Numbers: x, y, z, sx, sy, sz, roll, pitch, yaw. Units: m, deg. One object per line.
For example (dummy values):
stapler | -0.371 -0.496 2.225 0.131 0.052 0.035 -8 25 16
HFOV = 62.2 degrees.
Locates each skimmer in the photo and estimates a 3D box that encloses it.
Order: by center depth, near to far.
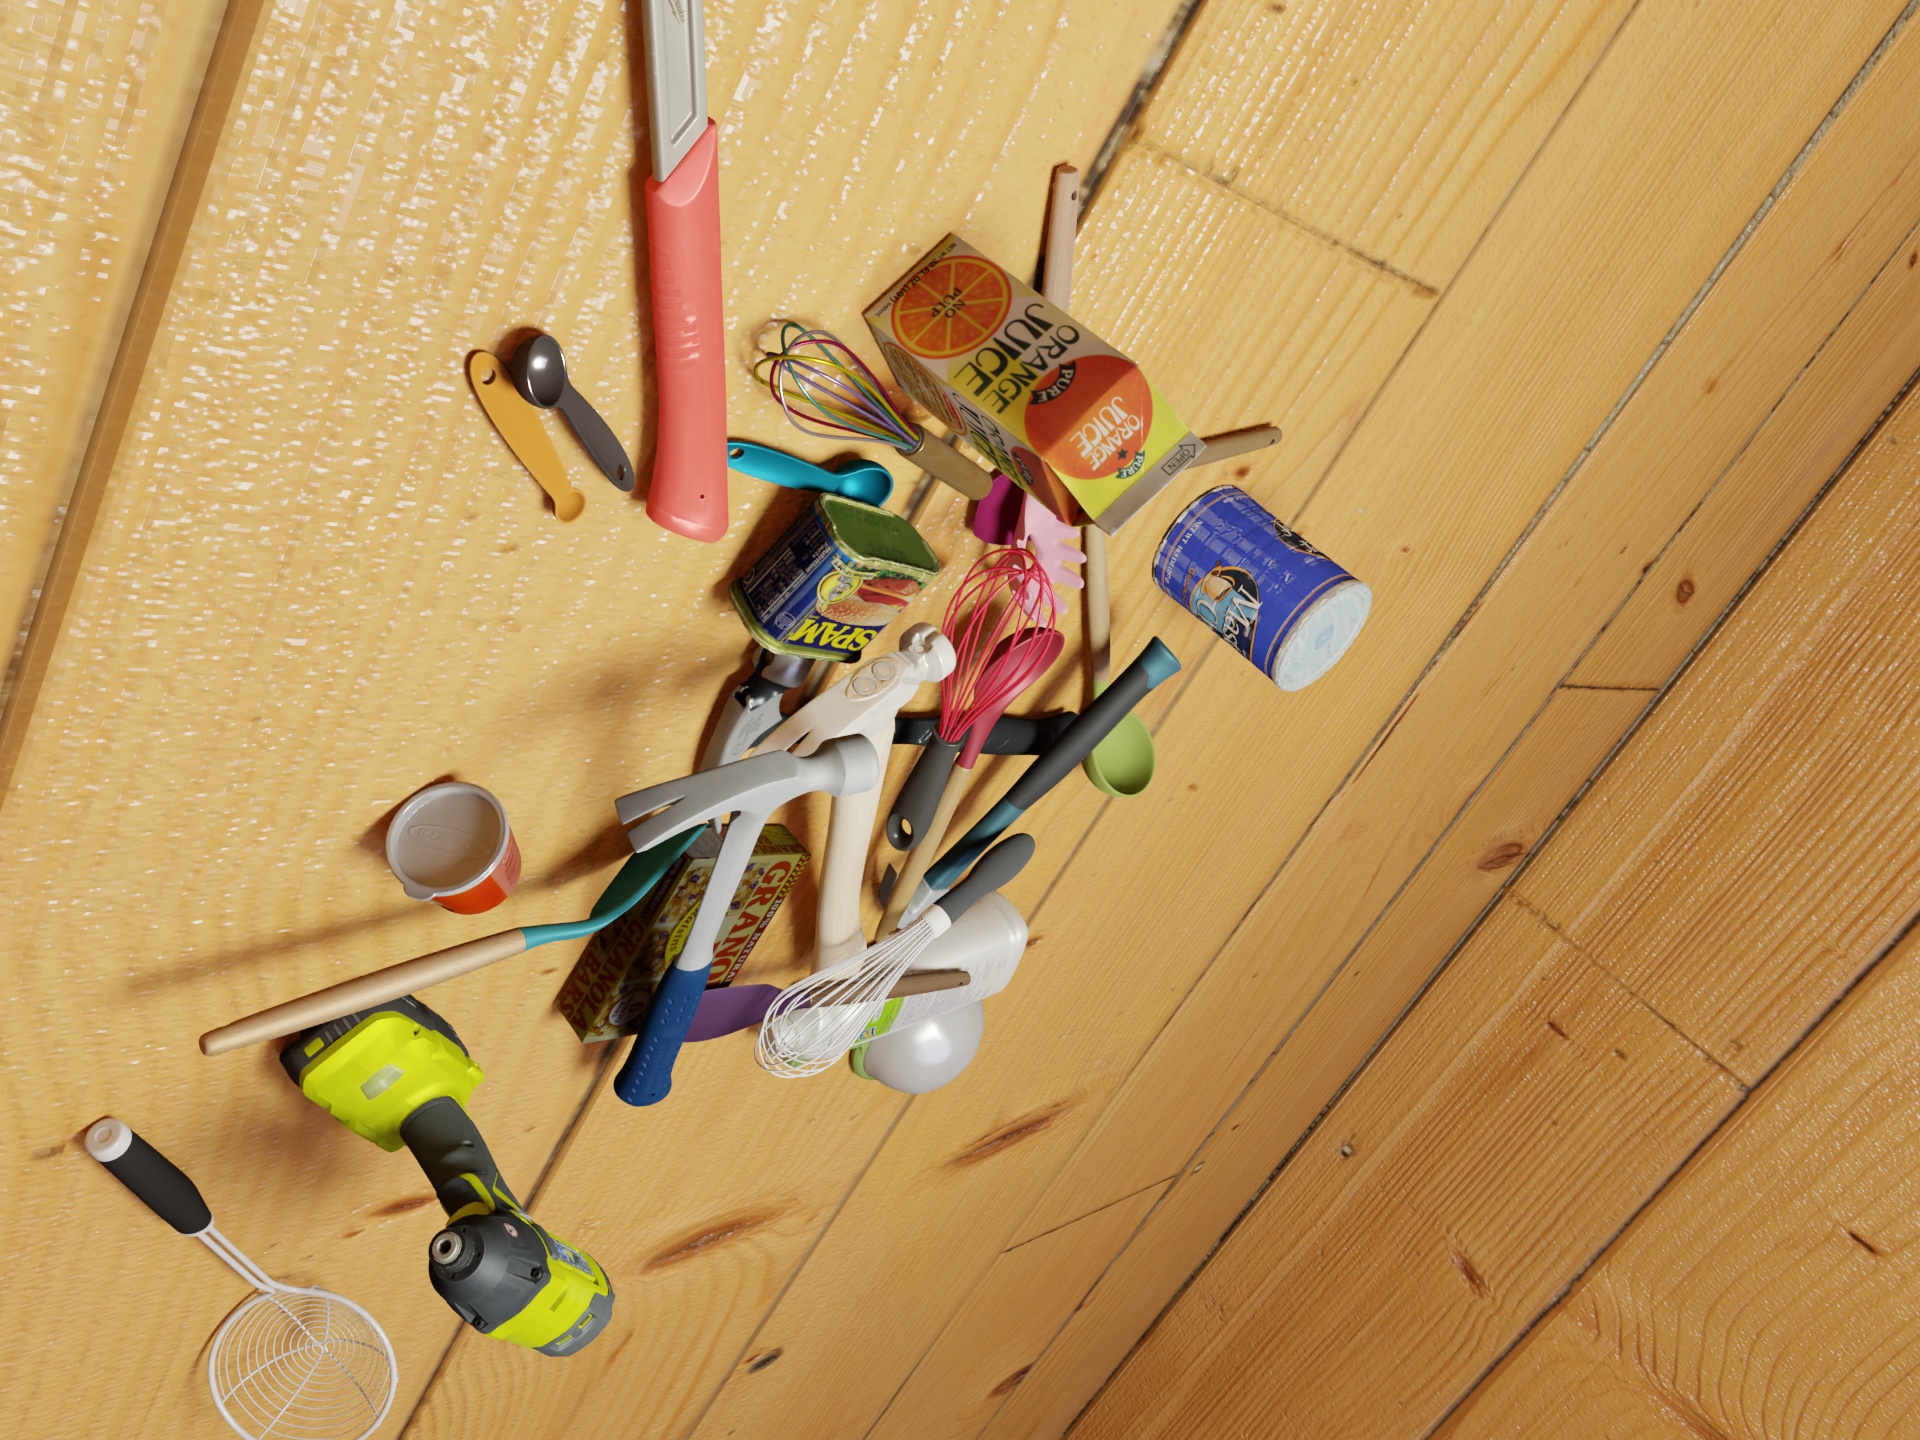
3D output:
skimmer | -0.461 0.367 1.002 0.127 0.090 0.362 -7 140 -2

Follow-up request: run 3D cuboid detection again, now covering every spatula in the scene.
spatula | -0.282 0.124 0.919 0.082 0.044 0.317 -20 178 44
spatula | -0.104 0.218 1.249 0.315 0.018 0.059 1 129 -46

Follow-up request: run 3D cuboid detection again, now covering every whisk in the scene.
whisk | -0.043 -0.171 0.926 0.047 0.051 0.244 -32 159 18
whisk | -0.002 -0.003 1.089 0.073 0.073 0.295 -21 149 -37
whisk | -0.043 0.173 1.216 0.284 0.070 0.070 -38 150 -25

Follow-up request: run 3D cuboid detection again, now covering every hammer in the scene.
hammer | -0.121 -0.233 0.746 0.149 0.037 0.358 -28 146 -28
hammer | -0.173 0.146 1.004 0.144 0.035 0.405 -11 149 -30
hammer | -0.088 0.098 1.120 0.146 0.038 0.410 -38 158 -29
hammer | -0.030 0.013 1.168 0.408 0.036 0.149 3 126 -53
hammer | 0.054 0.055 1.272 0.331 0.033 0.128 -46 156 20

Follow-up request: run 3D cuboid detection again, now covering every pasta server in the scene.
pasta server | 0.059 -0.194 1.005 0.060 0.040 0.316 -36 145 -34

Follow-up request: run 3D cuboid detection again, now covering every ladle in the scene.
ladle | -0.005 0.052 1.184 0.069 0.031 0.315 -8 134 -43
ladle | 0.122 -0.050 1.266 0.319 0.062 0.078 81 31 -51

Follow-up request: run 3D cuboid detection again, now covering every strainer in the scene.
strainer | -0.057 0.302 1.457 0.256 0.069 0.151 -1 129 -53

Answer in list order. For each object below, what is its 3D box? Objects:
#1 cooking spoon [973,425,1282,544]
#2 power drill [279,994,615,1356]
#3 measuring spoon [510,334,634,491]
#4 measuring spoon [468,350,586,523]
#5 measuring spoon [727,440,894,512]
cooking spoon | 0.128 -0.181 1.146 0.319 0.017 0.068 -19 139 -37
power drill | -0.303 0.264 0.938 0.080 0.223 0.171 -39 150 -12
measuring spoon | -0.191 -0.147 0.785 0.124 0.018 0.034 62 37 -65
measuring spoon | -0.213 -0.138 0.777 0.021 0.011 0.116 -47 148 -17
measuring spoon | -0.092 -0.147 0.915 0.128 0.021 0.042 10 134 -46
